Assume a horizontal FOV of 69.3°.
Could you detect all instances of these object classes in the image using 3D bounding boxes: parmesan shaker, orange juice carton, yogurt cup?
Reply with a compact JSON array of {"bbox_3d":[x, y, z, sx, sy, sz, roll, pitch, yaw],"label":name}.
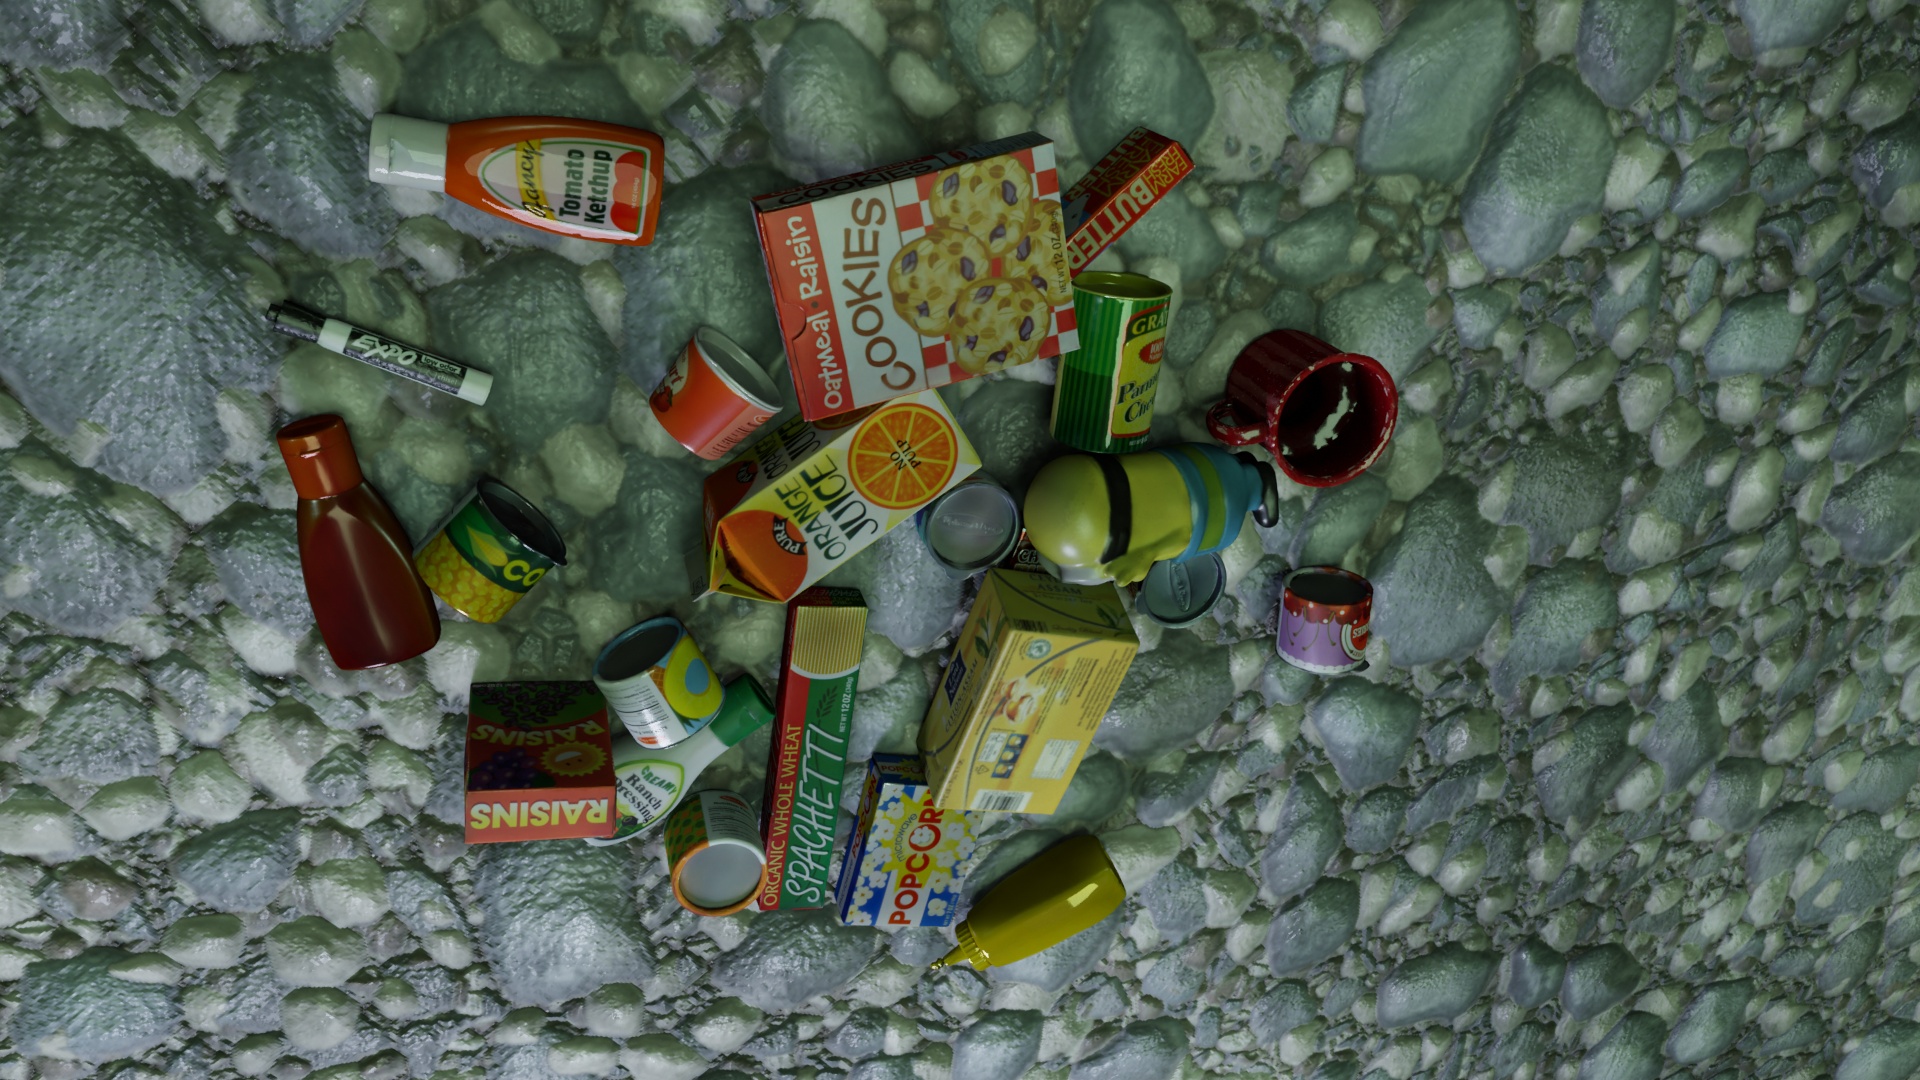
[{"bbox_3d":[0.097,-0.115,0.892,0.071,0.071,0.102,-2,115,-17],"label":"parmesan shaker"},{"bbox_3d":[-0.090,-0.031,0.863,0.193,0.072,0.072,-35,119,-1],"label":"orange juice carton"},{"bbox_3d":[-0.147,-0.085,0.825,0.054,0.073,0.072,-44,120,14],"label":"yogurt cup"}]

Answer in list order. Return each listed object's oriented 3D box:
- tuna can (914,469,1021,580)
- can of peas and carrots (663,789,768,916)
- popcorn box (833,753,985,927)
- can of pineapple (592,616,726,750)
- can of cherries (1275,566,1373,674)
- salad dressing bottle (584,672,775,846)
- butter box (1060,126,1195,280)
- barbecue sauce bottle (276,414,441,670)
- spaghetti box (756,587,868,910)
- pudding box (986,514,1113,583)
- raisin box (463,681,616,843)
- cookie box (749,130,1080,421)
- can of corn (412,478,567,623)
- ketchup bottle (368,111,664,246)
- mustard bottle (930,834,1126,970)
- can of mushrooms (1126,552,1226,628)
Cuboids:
[{"bbox_3d":[0.003,-0.012,0.925,0.071,0.033,0.070,-7,116,-15],"label":"tuna can"},{"bbox_3d":[-0.170,0.218,0.959,0.071,0.059,0.070,-7,116,-15],"label":"can of peas and carrots"},{"bbox_3d":[-0.036,0.222,1.017,0.085,0.038,0.126,8,111,-21],"label":"popcorn box"},{"bbox_3d":[-0.192,0.090,0.890,0.071,0.071,0.057,-28,120,-4],"label":"can of pineapple"},{"bbox_3d":[0.271,0.059,1.026,0.071,0.072,0.058,-7,115,-15],"label":"can of cherries"},{"bbox_3d":[-0.193,0.144,0.926,0.148,0.044,0.064,-35,119,0],"label":"salad dressing bottle"},{"bbox_3d":[0.090,-0.208,0.852,0.103,0.053,0.024,-42,121,4],"label":"butter box"},{"bbox_3d":[-0.354,0.001,0.807,0.065,0.044,0.147,-14,117,-11],"label":"barbecue sauce bottle"},{"bbox_3d":[-0.106,0.150,0.966,0.050,0.029,0.249,2,113,-18],"label":"spaghetti box"},{"bbox_3d":[0.066,0.015,0.961,0.084,0.030,0.049,15,108,-24],"label":"pudding box"},{"bbox_3d":[-0.259,0.134,0.853,0.086,0.124,0.040,2,113,-19],"label":"raisin box"},{"bbox_3d":[-0.023,-0.148,0.781,0.168,0.040,0.122,-16,118,-11],"label":"cookie box"},{"bbox_3d":[-0.277,0.008,0.821,0.058,0.071,0.071,-44,119,6],"label":"can of corn"},{"bbox_3d":[-0.238,-0.201,0.752,0.149,0.044,0.064,4,112,-20],"label":"ketchup bottle"},{"bbox_3d":[0.047,0.287,1.064,0.160,0.065,0.048,-31,115,4],"label":"mustard bottle"},{"bbox_3d":[0.151,0.027,0.992,0.071,0.033,0.070,-8,117,-15],"label":"can of mushrooms"}]
